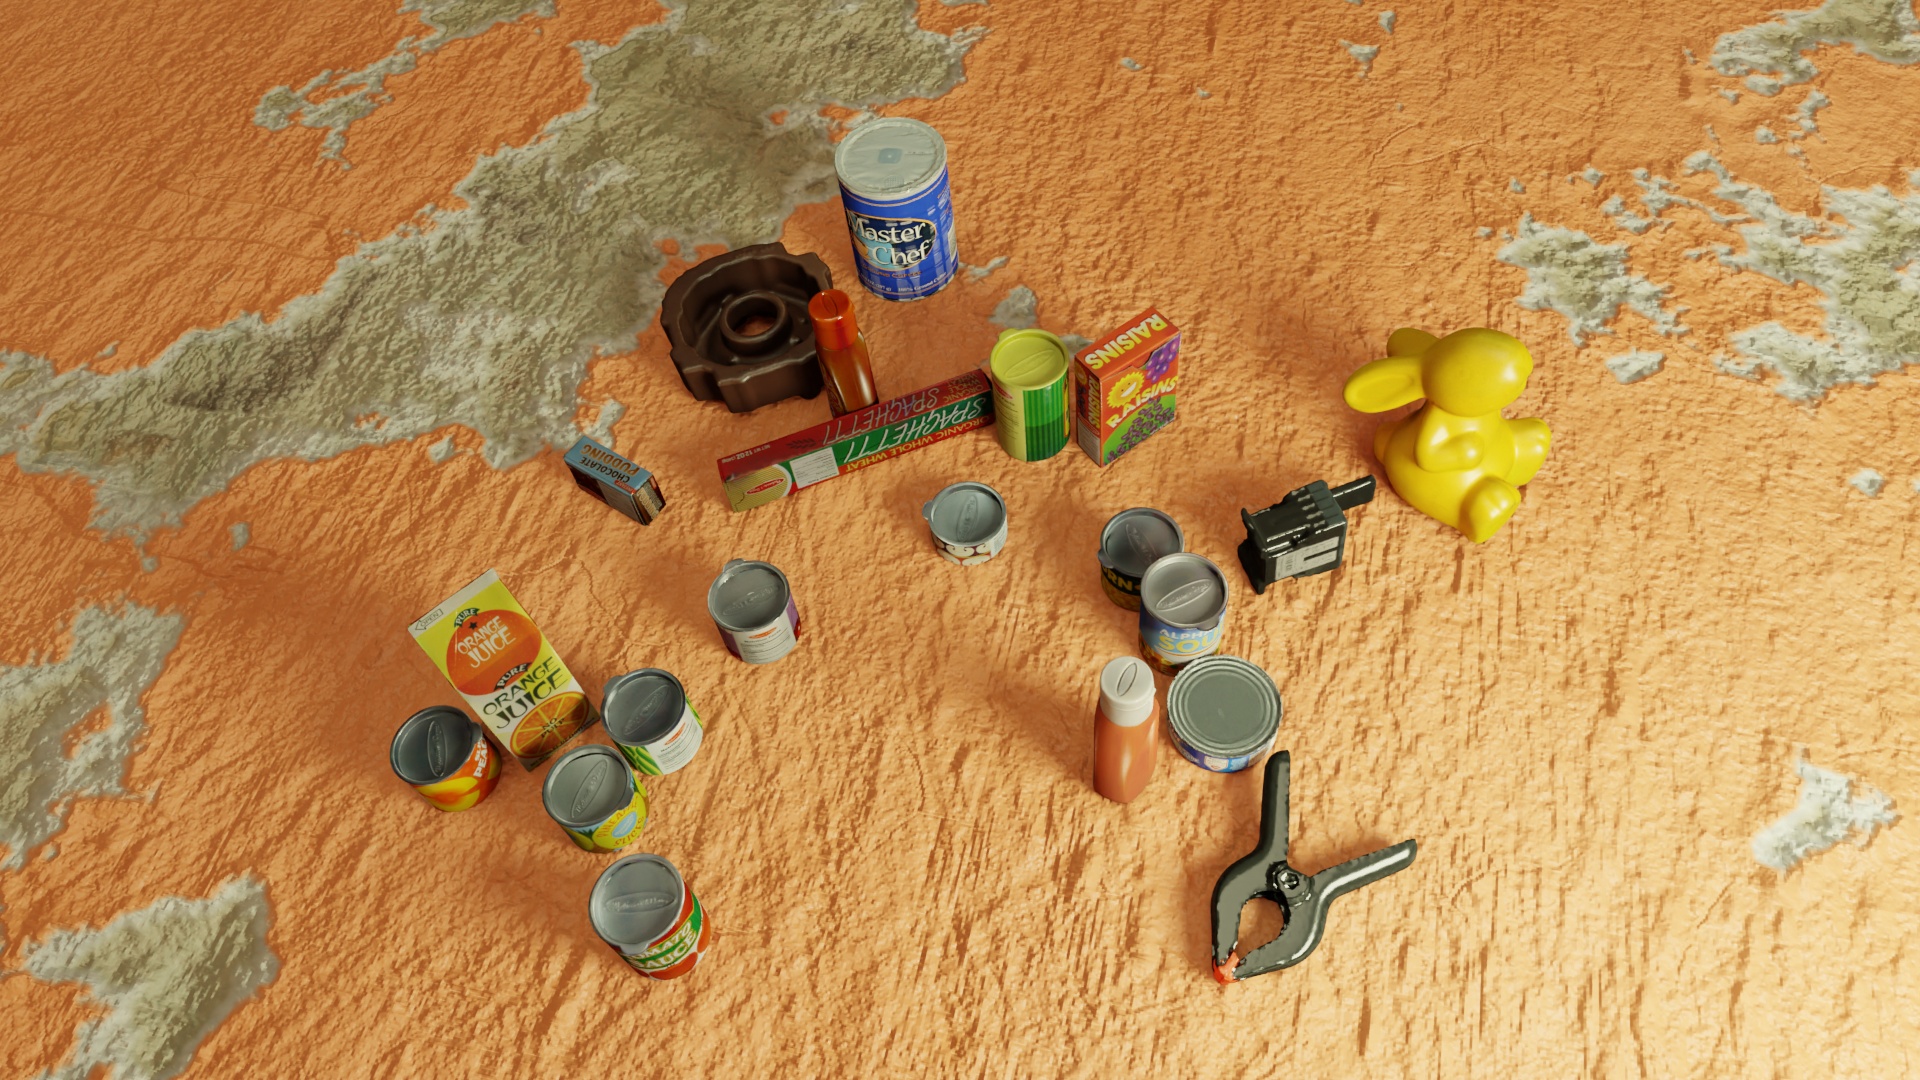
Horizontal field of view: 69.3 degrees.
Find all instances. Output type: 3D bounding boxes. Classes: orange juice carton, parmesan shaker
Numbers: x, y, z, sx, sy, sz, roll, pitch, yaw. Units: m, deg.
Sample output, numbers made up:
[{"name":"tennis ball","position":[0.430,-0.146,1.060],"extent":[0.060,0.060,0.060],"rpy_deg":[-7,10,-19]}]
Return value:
[{"name":"orange juice carton","position":[-0.345,0.091,1.040],"extent":[0.072,0.191,0.073],"rpy_deg":[-38,62,-18]},{"name":"parmesan shaker","position":[0.060,-0.125,1.195],"extent":[0.071,0.102,0.071],"rpy_deg":[-3,57,4]}]

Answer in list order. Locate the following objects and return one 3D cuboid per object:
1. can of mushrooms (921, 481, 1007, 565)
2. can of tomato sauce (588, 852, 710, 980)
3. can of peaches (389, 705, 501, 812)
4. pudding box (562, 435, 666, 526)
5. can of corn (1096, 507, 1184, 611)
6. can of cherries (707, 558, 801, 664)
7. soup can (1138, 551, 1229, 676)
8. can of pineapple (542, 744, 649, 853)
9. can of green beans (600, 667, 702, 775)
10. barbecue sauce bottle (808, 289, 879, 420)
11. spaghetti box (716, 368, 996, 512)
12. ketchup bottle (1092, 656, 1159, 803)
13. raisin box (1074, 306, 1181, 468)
[{"name":"can of mushrooms","position":[0.004,-0.015,1.170],"extent":[0.071,0.033,0.071],"rpy_deg":[-3,57,4]},{"name":"can of tomato sauce","position":[-0.216,0.268,0.977],"extent":[0.071,0.082,0.071],"rpy_deg":[-3,57,4]},{"name":"can of peaches","position":[-0.395,0.169,1.074],"extent":[0.071,0.057,0.071],"rpy_deg":[-3,57,4]},{"name":"pudding box","position":[-0.303,-0.052,1.215],"extent":[0.084,0.049,0.030],"rpy_deg":[27,64,21]},{"name":"can of corn","position":[0.143,0.017,1.120],"extent":[0.071,0.058,0.071],"rpy_deg":[-3,57,4]},{"name":"can of cherries","position":[-0.166,0.057,1.125],"extent":[0.071,0.058,0.072],"rpy_deg":[-3,57,4]},{"name":"soup can","position":[0.172,0.061,1.074],"extent":[0.071,0.083,0.072],"rpy_deg":[-3,57,4]},{"name":"can of pineapple","position":[-0.272,0.196,1.045],"extent":[0.071,0.057,0.071],"rpy_deg":[-3,57,4]},{"name":"can of green beans","position":[-0.239,0.141,1.077],"extent":[0.071,0.057,0.071],"rpy_deg":[-3,57,4]},{"name":"barbecue sauce bottle","position":[-0.101,-0.155,1.203],"extent":[0.044,0.147,0.065],"rpy_deg":[-22,58,-9]},{"name":"spaghetti box","position":[-0.087,-0.088,1.216],"extent":[0.250,0.050,0.029],"rpy_deg":[-20,58,-8]},{"name":"ketchup bottle","position":[0.119,0.133,0.994],"extent":[0.043,0.148,0.065],"rpy_deg":[20,61,17]},{"name":"raisin box","position":[0.140,-0.128,1.177],"extent":[0.086,0.122,0.040],"rpy_deg":[-32,60,-15]}]
